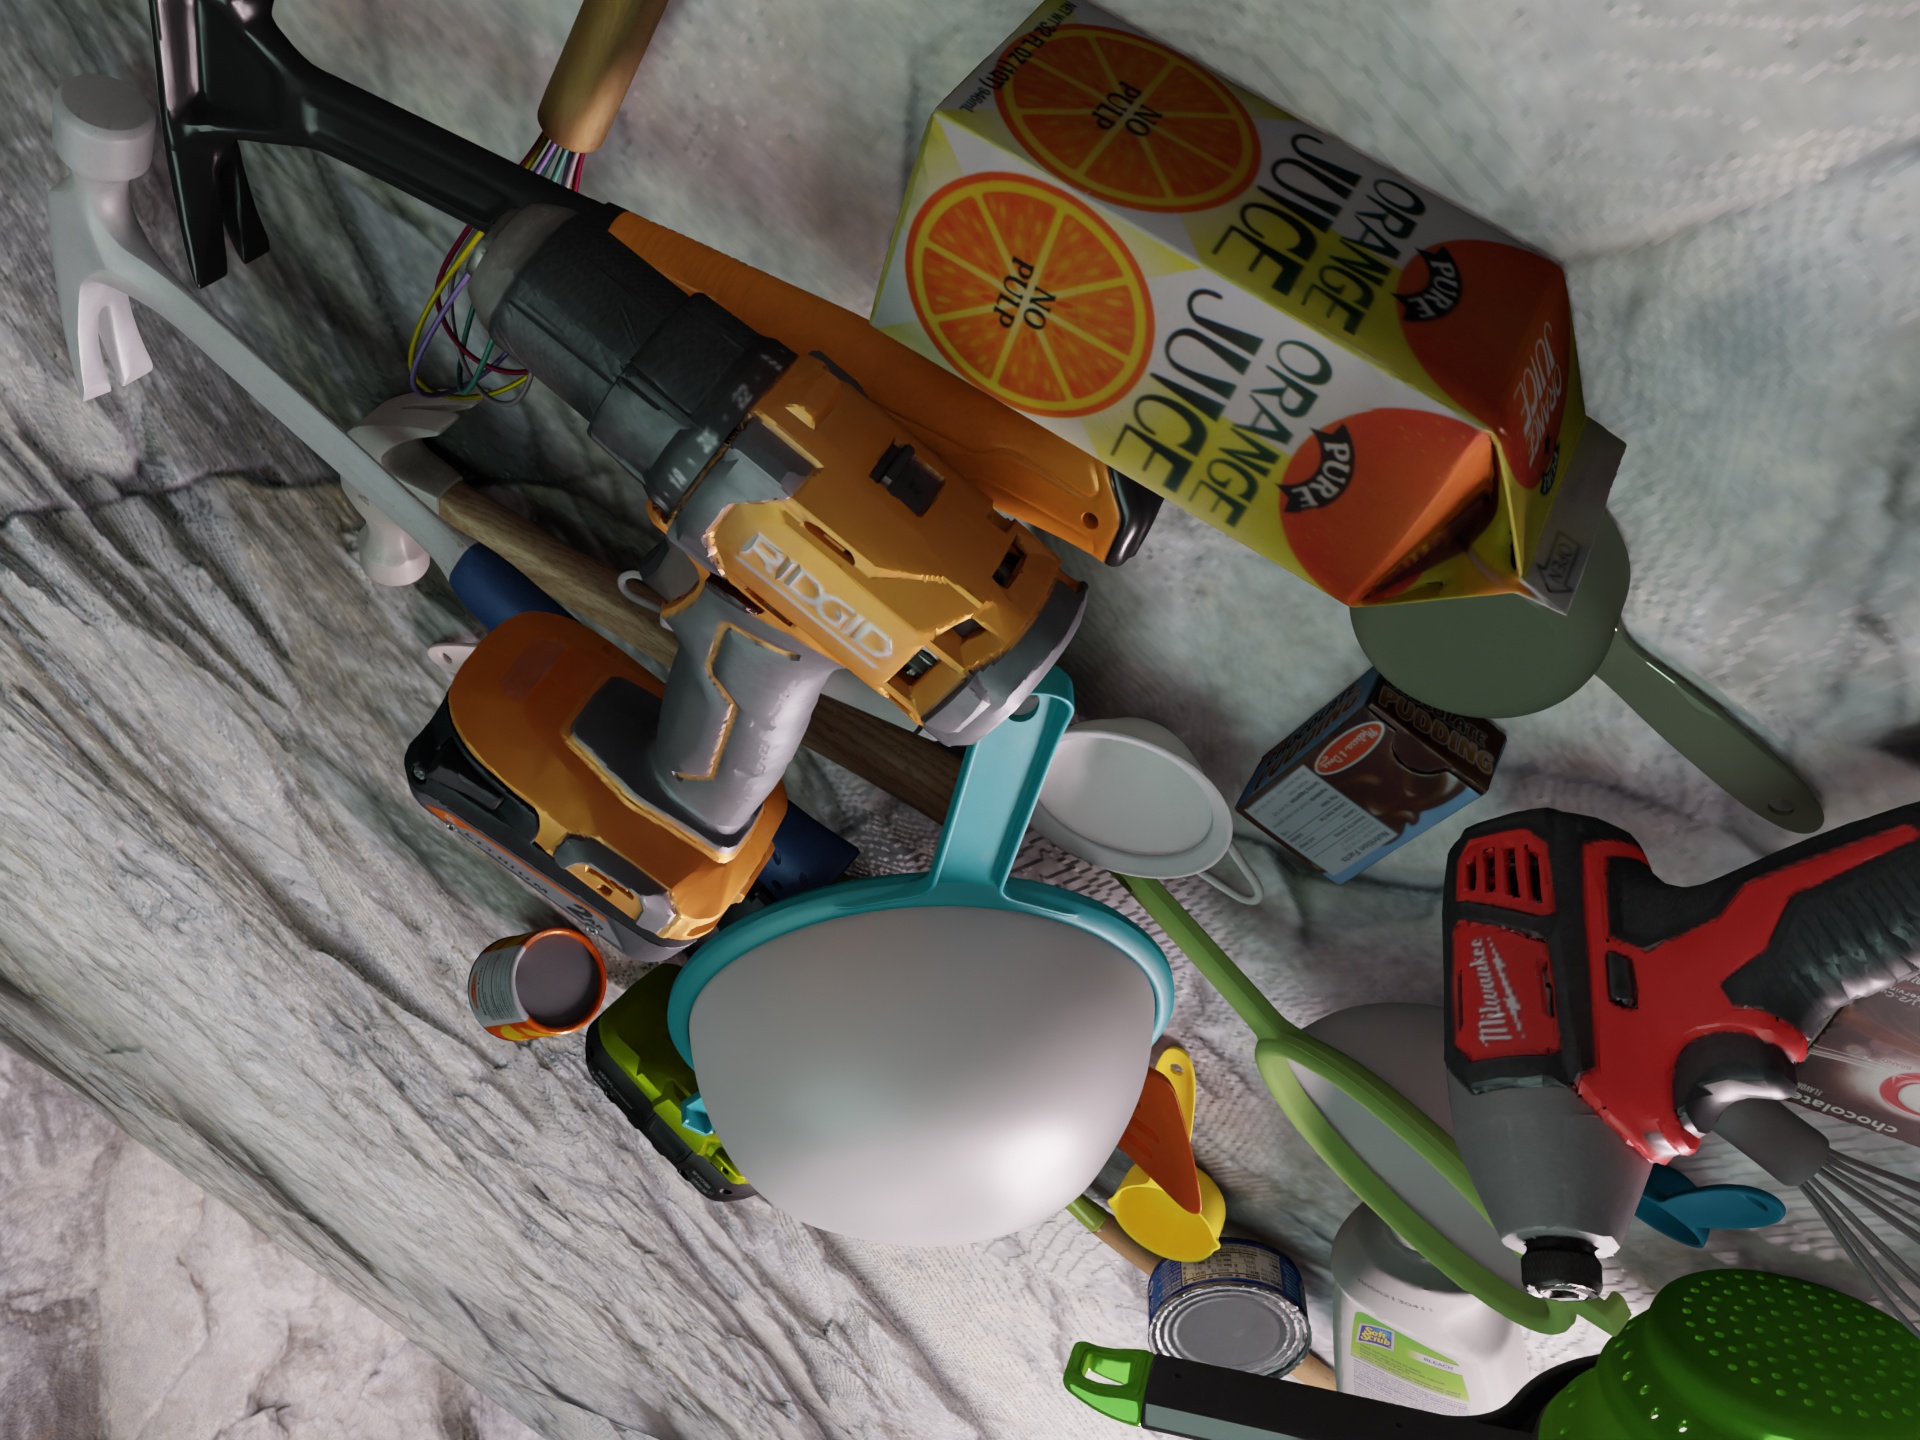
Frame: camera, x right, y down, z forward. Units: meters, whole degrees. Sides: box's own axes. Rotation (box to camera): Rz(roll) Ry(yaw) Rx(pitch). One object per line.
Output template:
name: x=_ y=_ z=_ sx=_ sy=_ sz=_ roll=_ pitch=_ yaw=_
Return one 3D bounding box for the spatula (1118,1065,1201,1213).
spatula: x=-0.013 y=0.180 z=0.833 sx=0.323 sy=0.041 sz=0.081 roll=4 pitch=119 yaw=36

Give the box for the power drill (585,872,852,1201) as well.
power drill: x=-0.108 y=0.149 z=0.826 sx=0.171 sy=0.080 sz=0.223 roll=45 pitch=136 yaw=4

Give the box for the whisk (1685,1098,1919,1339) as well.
whisk: x=0.298 y=0.153 z=0.565 sx=0.239 sy=0.055 sz=0.055 roll=38 pitch=144 yaw=3

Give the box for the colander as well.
colander: x=0.239 y=0.270 z=0.632 sx=0.397 sy=0.204 sz=0.094 roll=7 pitch=104 yaw=14

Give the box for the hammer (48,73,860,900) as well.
hammer: x=-0.205 y=-0.066 z=0.631 sx=0.405 sy=0.035 sz=0.144 roll=42 pitch=138 yaw=1

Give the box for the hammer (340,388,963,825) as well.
hammer: x=-0.119 y=-0.037 z=0.672 sx=0.331 sy=0.031 sz=0.130 roll=29 pitch=144 yaw=6

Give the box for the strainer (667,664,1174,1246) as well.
strainer: x=-0.003 y=0.116 z=0.591 sx=0.211 sy=0.095 sz=0.340 roll=3 pitch=142 yaw=-10

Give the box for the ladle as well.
ladle: x=0.093 y=0.304 z=0.885 sx=0.320 sy=0.062 sz=0.078 roll=37 pitch=144 yaw=-10

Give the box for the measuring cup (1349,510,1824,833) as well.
measuring cup: x=0.186 y=-0.007 z=0.465 sx=0.167 sy=0.038 sz=0.083 roll=37 pitch=144 yaw=-6

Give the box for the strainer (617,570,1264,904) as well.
strainer: x=-0.001 y=-0.002 z=0.575 sx=0.258 sy=0.050 sz=0.086 roll=23 pitch=145 yaw=-11

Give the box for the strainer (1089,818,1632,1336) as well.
strainer: x=0.156 y=0.120 z=0.625 sx=0.256 sy=0.069 sz=0.151 roll=48 pitch=168 yaw=8

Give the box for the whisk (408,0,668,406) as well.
whisk: x=-0.130 y=-0.178 z=0.516 sx=0.047 sy=0.051 sz=0.245 roll=22 pitch=144 yaw=-21

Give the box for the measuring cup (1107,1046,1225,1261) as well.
measuring cup: x=0.109 y=0.212 z=0.799 sx=0.062 sy=0.029 sz=0.156 roll=16 pitch=129 yaw=23

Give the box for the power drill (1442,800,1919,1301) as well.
power drill: x=0.233 y=0.077 z=0.423 sx=0.219 sy=0.143 sz=0.078 roll=-20 pitch=137 yaw=40

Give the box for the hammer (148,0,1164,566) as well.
hammer: x=-0.096 y=-0.127 z=0.479 sx=0.337 sy=0.034 sz=0.127 roll=27 pitch=134 yaw=7

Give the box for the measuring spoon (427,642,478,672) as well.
measuring spoon: x=-0.225 y=-0.035 z=0.774 sx=0.124 sy=0.018 sz=0.034 roll=2 pitch=136 yaw=45

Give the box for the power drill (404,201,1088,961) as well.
power drill: x=-0.095 y=-0.032 z=0.487 sx=0.185 sy=0.084 sz=0.226 roll=39 pitch=136 yaw=-11

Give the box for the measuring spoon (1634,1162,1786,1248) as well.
measuring spoon: x=0.278 y=0.175 z=0.591 sx=0.042 sy=0.021 sz=0.128 roll=36 pitch=166 yaw=13

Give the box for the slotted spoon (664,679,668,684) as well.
slotted spoon: x=-0.047 y=-0.051 z=0.570 sx=0.070 sy=0.031 sz=0.313 roll=42 pitch=137 yaw=-15
